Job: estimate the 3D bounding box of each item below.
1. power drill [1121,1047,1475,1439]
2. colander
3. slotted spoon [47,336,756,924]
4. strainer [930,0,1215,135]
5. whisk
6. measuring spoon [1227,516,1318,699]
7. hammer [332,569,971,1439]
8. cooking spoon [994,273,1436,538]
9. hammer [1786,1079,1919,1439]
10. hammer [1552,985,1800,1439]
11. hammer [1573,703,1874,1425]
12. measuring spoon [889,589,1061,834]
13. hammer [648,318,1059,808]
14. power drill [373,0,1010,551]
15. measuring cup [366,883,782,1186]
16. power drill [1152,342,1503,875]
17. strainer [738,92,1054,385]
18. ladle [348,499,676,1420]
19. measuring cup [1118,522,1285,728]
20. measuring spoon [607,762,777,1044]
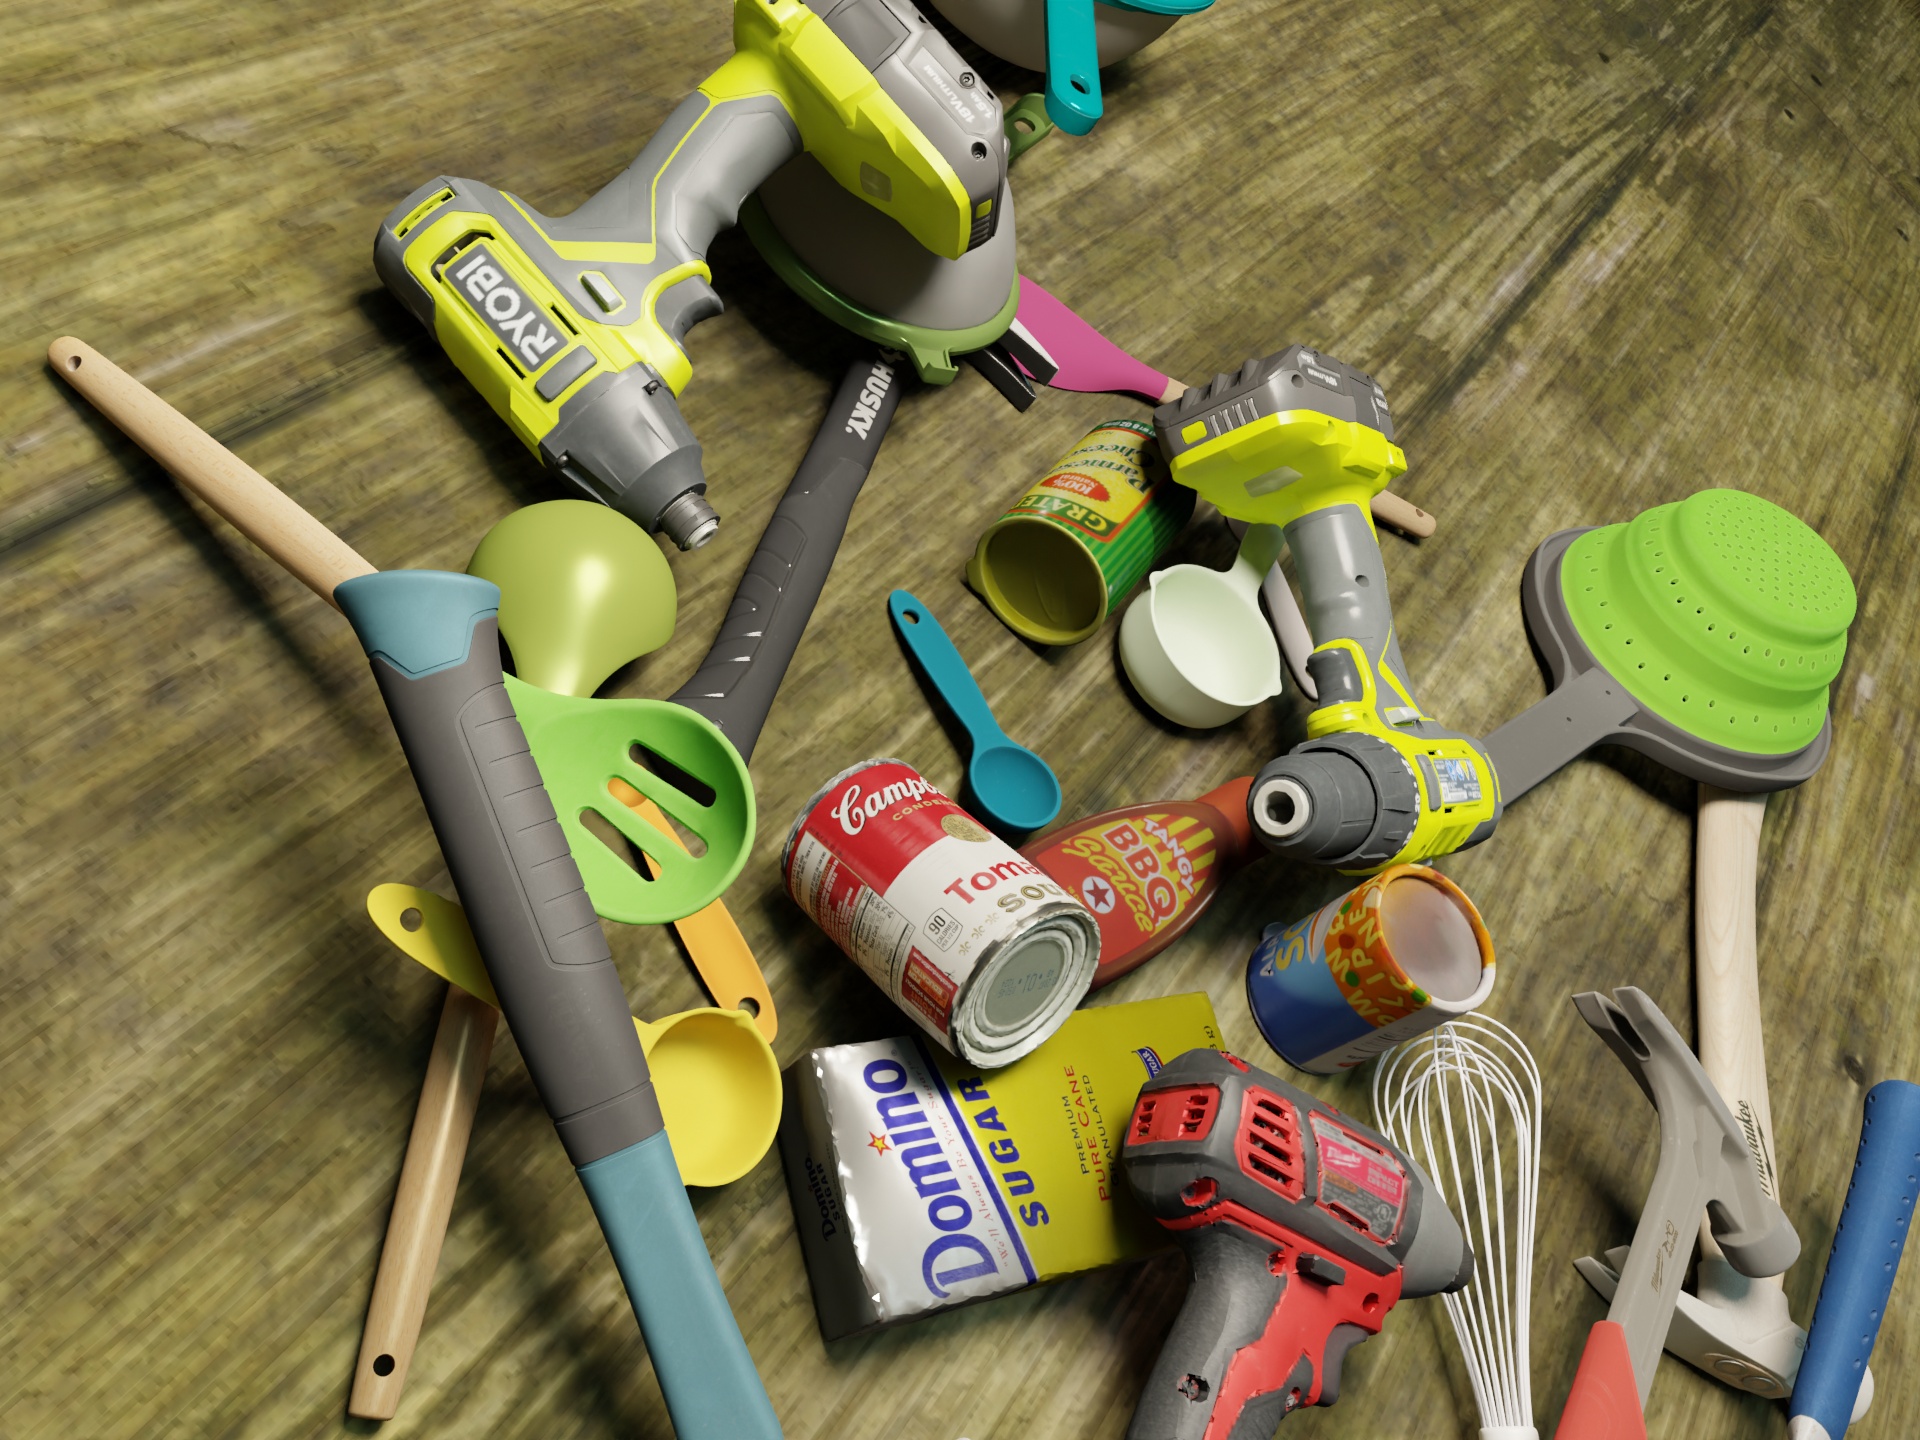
[{"bbox_3d":[0.103,0.234,0.525,0.143,0.078,0.220,31,60,-21],"label":"power drill"},{"bbox_3d":[0.381,-0.038,0.873,0.397,0.094,0.205,-25,65,-36],"label":"colander"},{"bbox_3d":[-0.192,-0.039,0.527,0.314,0.031,0.070,37,85,12],"label":"slotted spoon"},{"bbox_3d":[0.040,-0.397,0.885,0.211,0.095,0.341,18,48,-20],"label":"strainer"},{"bbox_3d":[0.214,0.255,0.632,0.070,0.070,0.285,13,60,-26],"label":"whisk"},{"bbox_3d":[0.170,-0.069,0.827,0.034,0.018,0.124,1,63,-33],"label":"measuring spoon"},{"bbox_3d":[-0.102,0.110,0.461,0.128,0.033,0.331,-21,90,-15],"label":"hammer"},{"bbox_3d":[0.131,-0.169,0.864,0.318,0.017,0.069,23,53,-18],"label":"cooking spoon"},{"bbox_3d":[0.333,0.297,0.631,0.405,0.035,0.144,-42,124,-39],"label":"hammer"},{"bbox_3d":[0.227,0.264,0.582,0.149,0.037,0.359,54,49,-10],"label":"hammer"},{"bbox_3d":[0.395,0.137,0.833,0.146,0.038,0.411,31,49,-11],"label":"hammer"},{"bbox_3d":[-0.001,-0.002,0.682,0.042,0.021,0.129,-12,60,-36],"label":"measuring spoon"},{"bbox_3d":[-0.054,-0.098,0.691,0.146,0.035,0.335,29,50,-14],"label":"hammer"},{"bbox_3d":[-0.094,-0.189,0.636,0.223,0.080,0.171,-41,86,-6],"label":"power drill"},{"bbox_3d":[-0.124,0.097,0.505,0.156,0.029,0.062,39,54,-25],"label":"measuring cup"},{"bbox_3d":[0.160,-0.042,0.707,0.190,0.080,0.229,1,72,-54],"label":"power drill"},{"bbox_3d":[0.000,-0.275,0.770,0.151,0.069,0.256,41,47,-2],"label":"strainer"},{"bbox_3d":[-0.155,0.060,0.532,0.078,0.062,0.320,15,62,-17],"label":"ladle"},{"bbox_3d":[0.128,-0.059,0.783,0.083,0.038,0.168,41,44,-7],"label":"measuring cup"},{"bbox_3d":[-0.099,0.067,0.578,0.021,0.011,0.117,-26,81,-32],"label":"measuring spoon"}]
